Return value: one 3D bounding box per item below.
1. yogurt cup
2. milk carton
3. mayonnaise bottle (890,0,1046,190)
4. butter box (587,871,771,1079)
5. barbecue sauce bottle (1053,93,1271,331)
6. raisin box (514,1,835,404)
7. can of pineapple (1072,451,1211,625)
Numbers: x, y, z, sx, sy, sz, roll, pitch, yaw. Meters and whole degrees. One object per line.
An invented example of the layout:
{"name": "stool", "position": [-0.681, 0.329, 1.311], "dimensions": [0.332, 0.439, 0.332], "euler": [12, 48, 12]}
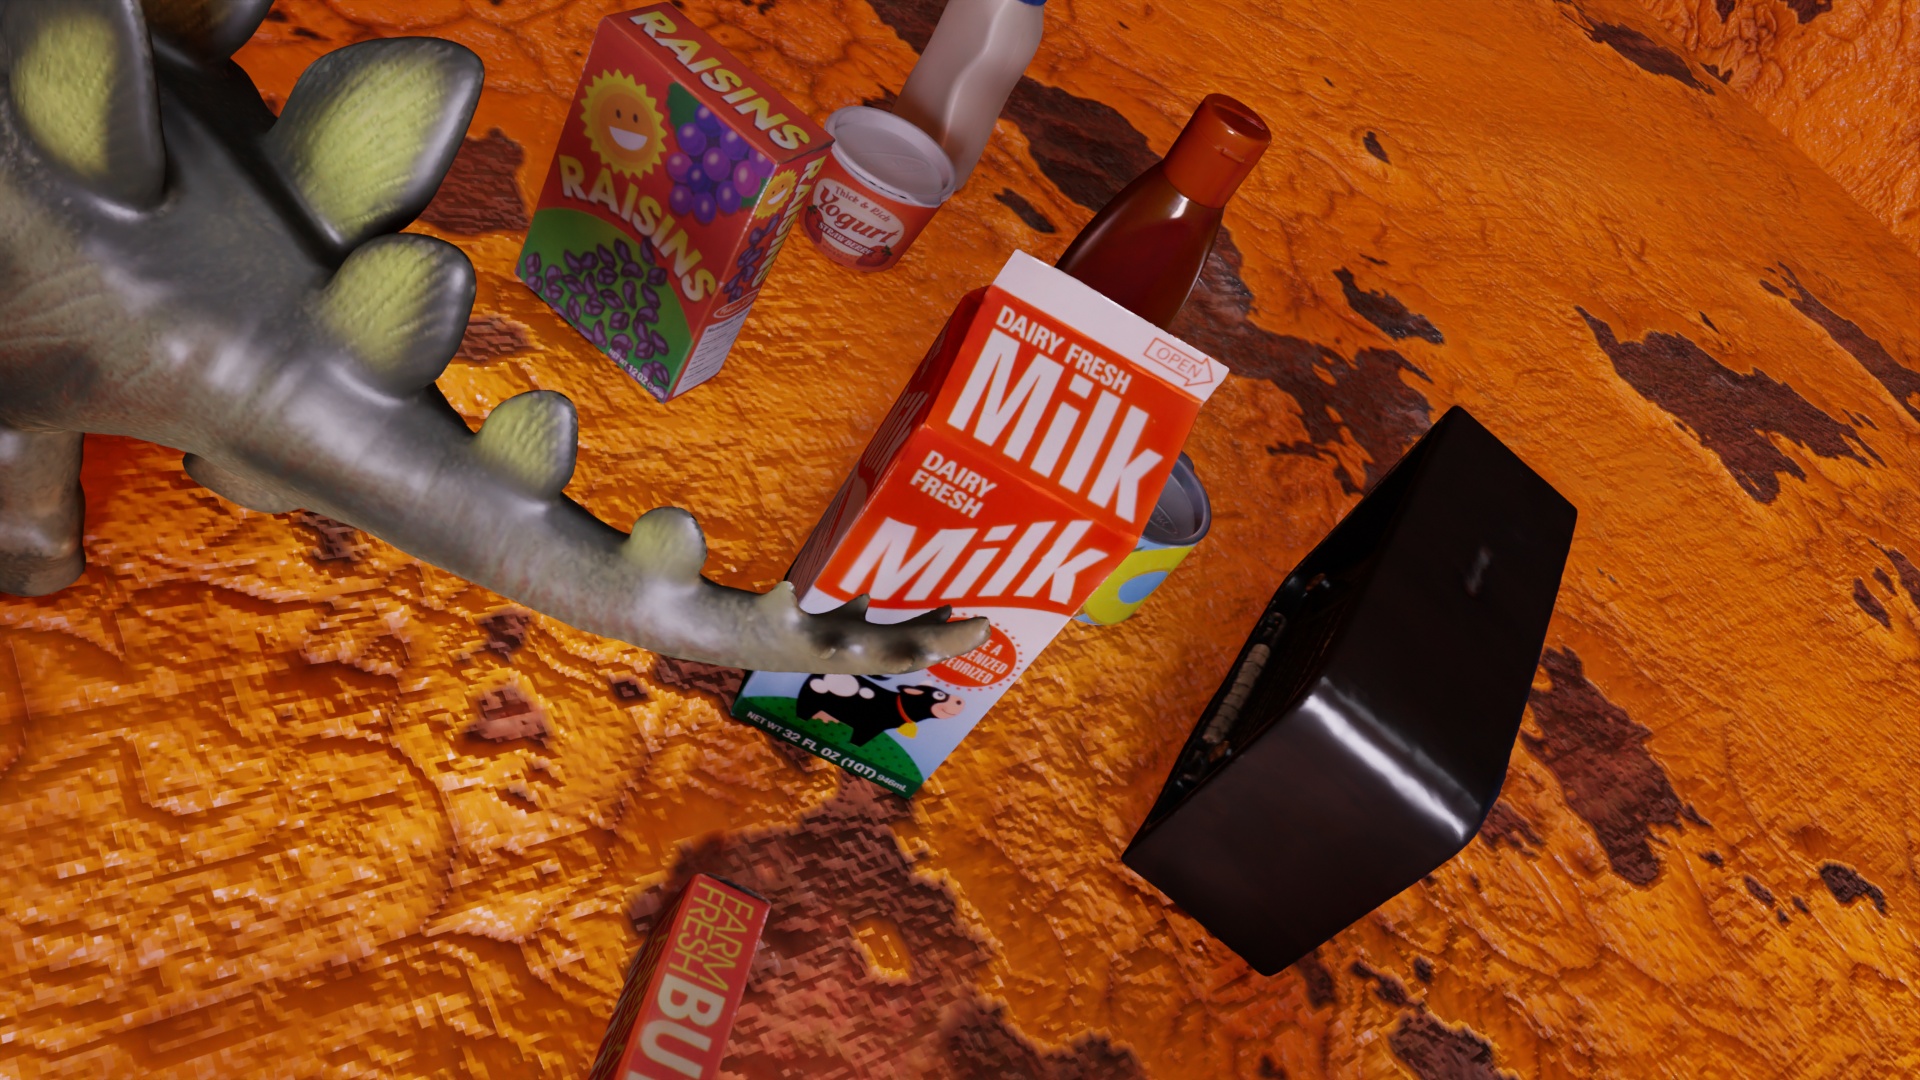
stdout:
{"name": "yogurt cup", "position": [-0.043, -0.167, 0.669], "dimensions": [0.072, 0.053, 0.073], "euler": [19, 43, -19]}
{"name": "milk carton", "position": [0.002, -0.006, 0.440], "dimensions": [0.072, 0.189, 0.074], "euler": [27, 41, -11]}
{"name": "mayonnaise bottle", "position": [0.012, -0.256, 0.720], "dimensions": [0.041, 0.147, 0.065], "euler": [3, 50, -33]}
{"name": "butter box", "position": [-0.080, 0.140, 0.349], "dimensions": [0.024, 0.052, 0.104], "euler": [27, 41, -11]}
{"name": "barbecue sauce bottle", "position": [0.092, -0.143, 0.667], "dimensions": [0.065, 0.147, 0.044], "euler": [20, 43, -18]}
{"name": "raisin box", "position": [-0.111, -0.126, 0.528], "dimensions": [0.086, 0.122, 0.040], "euler": [41, 40, 6]}
{"name": "can of pineapple", "position": [0.064, -0.007, 0.587], "dimensions": [0.071, 0.057, 0.071], "euler": [19, 43, -19]}
